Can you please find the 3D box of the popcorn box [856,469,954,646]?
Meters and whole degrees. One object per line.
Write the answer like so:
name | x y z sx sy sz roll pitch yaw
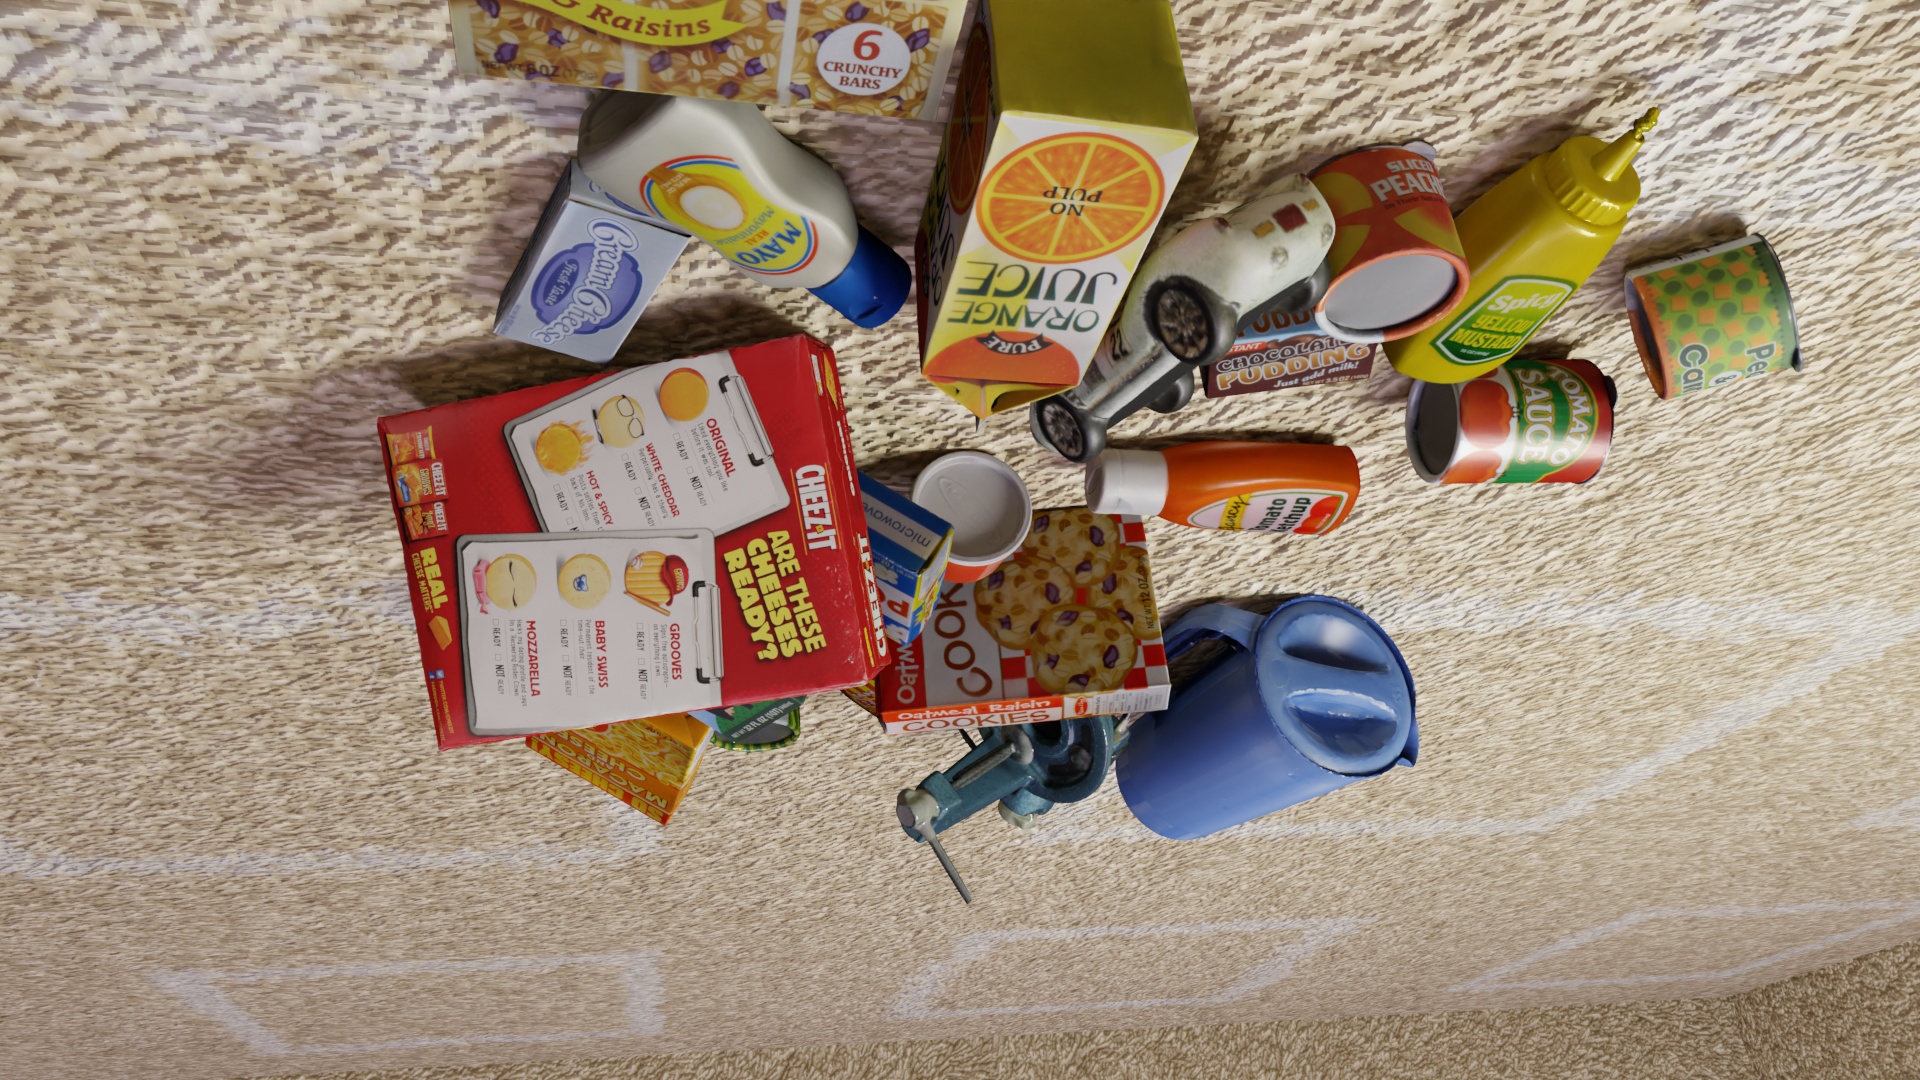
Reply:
popcorn box | -0.068 -0.005 0.738 0.127 0.038 0.084 30 152 10

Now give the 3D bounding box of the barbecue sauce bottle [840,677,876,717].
barbecue sauce bottle | -0.064 0.086 0.968 0.065 0.044 0.148 -16 150 20

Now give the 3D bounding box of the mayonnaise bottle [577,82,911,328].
mayonnaise bottle | -0.079 -0.134 0.561 0.064 0.041 0.148 -23 146 30

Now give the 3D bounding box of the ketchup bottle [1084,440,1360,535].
ketchup bottle | 0.146 -0.031 0.788 0.149 0.044 0.064 2 151 -12

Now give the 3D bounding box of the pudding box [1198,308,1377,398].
pudding box | 0.160 -0.099 0.679 0.084 0.030 0.049 -7 151 3

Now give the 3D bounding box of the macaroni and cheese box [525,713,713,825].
macaroni and cheese box | -0.238 0.129 0.967 0.124 0.040 0.165 30 147 -1

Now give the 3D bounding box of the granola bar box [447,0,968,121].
granola bar box | -0.078 -0.200 0.444 0.166 0.039 0.123 2 151 -13

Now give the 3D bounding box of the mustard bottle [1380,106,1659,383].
mustard bottle | 0.250 -0.131 0.616 0.065 0.049 0.159 2 151 -19

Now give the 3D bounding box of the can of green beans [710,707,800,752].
can of green beans | -0.147 0.112 0.986 0.071 0.058 0.071 -4 152 -2

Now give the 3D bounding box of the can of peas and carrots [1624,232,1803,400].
can of peas and carrots | 0.357 -0.103 0.661 0.058 0.071 0.071 -16 150 19

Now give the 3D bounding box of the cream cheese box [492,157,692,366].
cream cheese box | -0.159 -0.117 0.597 0.053 0.024 0.103 13 147 -30

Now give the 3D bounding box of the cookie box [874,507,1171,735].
cookie box | 0.032 0.045 0.823 0.167 0.123 0.040 -5 150 0

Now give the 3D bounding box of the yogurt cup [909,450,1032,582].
yogurt cup | 0.003 -0.010 0.783 0.072 0.072 0.053 -1 159 -8

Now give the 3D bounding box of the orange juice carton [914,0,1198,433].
orange juice carton | 0.026 -0.125 0.565 0.073 0.072 0.191 2 150 -12

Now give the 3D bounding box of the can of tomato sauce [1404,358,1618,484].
can of tomato sauce | 0.287 -0.062 0.728 0.083 0.071 0.071 -1 151 -7

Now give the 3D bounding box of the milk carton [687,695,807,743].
milk carton | -0.172 0.027 0.778 0.190 0.074 0.072 37 135 -23

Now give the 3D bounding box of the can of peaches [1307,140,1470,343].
can of peaches | 0.182 -0.128 0.600 0.071 0.058 0.071 -4 152 -2
